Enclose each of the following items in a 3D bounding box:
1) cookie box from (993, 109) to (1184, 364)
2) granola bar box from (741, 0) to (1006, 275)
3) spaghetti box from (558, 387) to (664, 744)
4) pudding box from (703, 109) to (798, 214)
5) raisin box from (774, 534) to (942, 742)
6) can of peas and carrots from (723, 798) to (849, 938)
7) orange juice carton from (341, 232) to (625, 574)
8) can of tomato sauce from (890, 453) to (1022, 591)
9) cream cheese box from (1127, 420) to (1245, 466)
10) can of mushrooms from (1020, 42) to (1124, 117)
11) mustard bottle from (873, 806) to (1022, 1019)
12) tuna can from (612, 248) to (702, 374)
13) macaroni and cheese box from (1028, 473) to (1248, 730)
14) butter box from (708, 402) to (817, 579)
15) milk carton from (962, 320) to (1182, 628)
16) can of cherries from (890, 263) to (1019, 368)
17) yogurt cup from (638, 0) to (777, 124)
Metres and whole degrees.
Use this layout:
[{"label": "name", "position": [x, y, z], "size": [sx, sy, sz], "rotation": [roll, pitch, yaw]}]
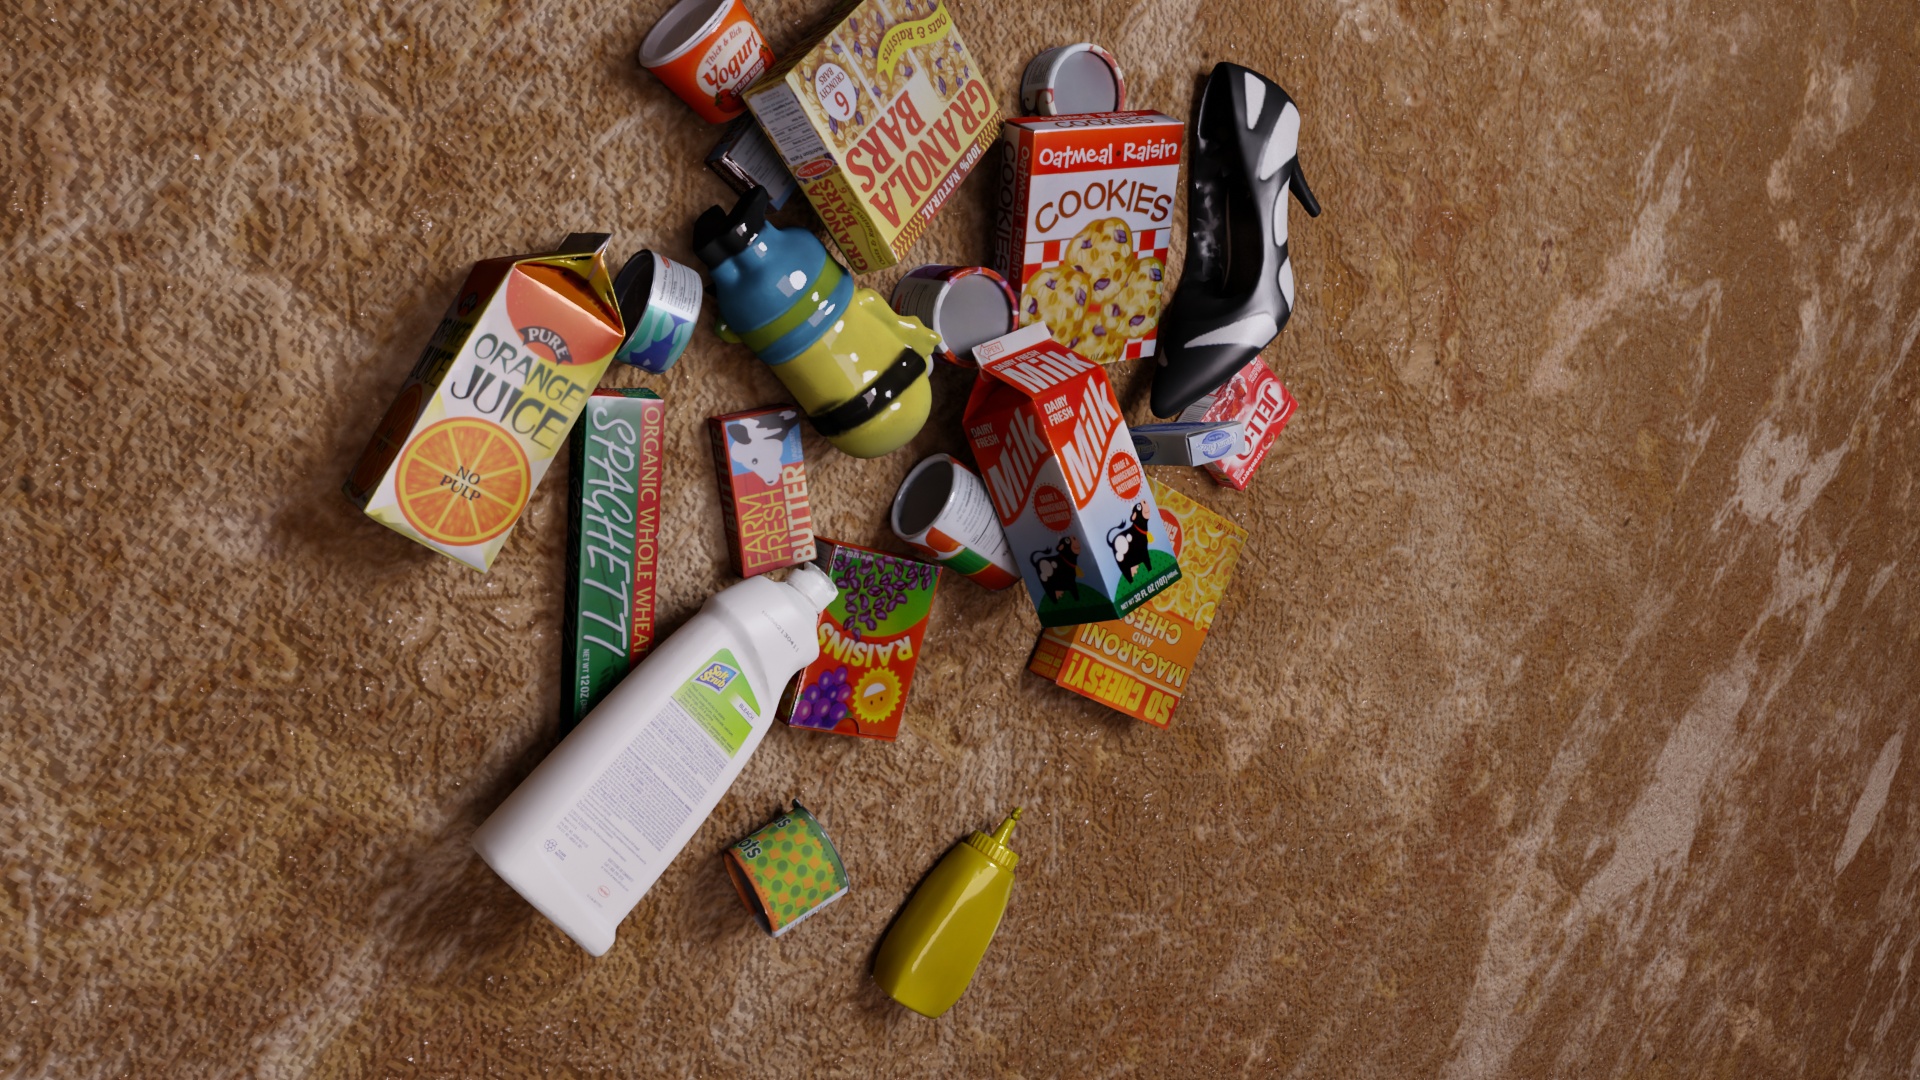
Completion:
[{"label": "cookie box", "position": [0.083, -0.202, 0.944], "size": [0.123, 0.040, 0.166], "rotation": [-13, 121, -30]}, {"label": "granola bar box", "position": [-0.046, -0.257, 0.834], "size": [0.124, 0.039, 0.166], "rotation": [56, 45, -28]}, {"label": "spaghetti box", "position": [-0.210, 0.033, 0.833], "size": [0.050, 0.029, 0.249], "rotation": [-1, 101, -33]}, {"label": "pudding box", "position": [-0.109, -0.244, 0.840], "size": [0.049, 0.030, 0.084], "rotation": [40, 78, -31]}, {"label": "raisin box", "position": [-0.070, 0.066, 0.923], "size": [0.086, 0.040, 0.123], "rotation": [14, 93, -35]}, {"label": "can of peas and carrots", "position": [-0.115, 0.215, 0.909], "size": [0.059, 0.071, 0.070], "rotation": [-29, 114, -24]}, {"label": "orange juice carton", "position": [-0.250, -0.087, 0.757], "size": [0.073, 0.072, 0.193], "rotation": [33, 82, -34]}, {"label": "can of tomato sauce", "position": [0.003, -0.012, 0.940], "size": [0.083, 0.071, 0.071], "rotation": [30, 83, -33]}, {"label": "cream cheese box", "position": [0.150, -0.070, 0.997], "size": [0.053, 0.104, 0.024], "rotation": [-15, 101, -31]}, {"label": "can of mushrooms", "position": [0.079, -0.301, 0.946], "size": [0.071, 0.033, 0.071], "rotation": [-7, 103, -32]}, {"label": "mustard bottle", "position": [0.001, 0.262, 1.003], "size": [0.065, 0.049, 0.160], "rotation": [40, 77, -32]}, {"label": "tuna can", "position": [-0.180, -0.129, 0.799], "size": [0.033, 0.071, 0.071], "rotation": [21, 89, -35]}, {"label": "macaroni and cheese box", "position": [0.136, 0.045, 1.050], "size": [0.123, 0.040, 0.166], "rotation": [26, 85, -34]}, {"label": "butter box", "position": [-0.124, -0.031, 0.877], "size": [0.053, 0.024, 0.103], "rotation": [-15, 107, -30]}, {"label": "milk carton", "position": [0.066, -0.045, 0.902], "size": [0.073, 0.073, 0.190], "rotation": [-27, 99, -40]}, {"label": "can of cherries", "position": [-0.002, -0.148, 0.911], "size": [0.072, 0.058, 0.071], "rotation": [-7, 104, -31]}, {"label": "yogurt cup", "position": [-0.141, -0.276, 0.794], "size": [0.072, 0.072, 0.053], "rotation": [-53, 130, -12]}]
